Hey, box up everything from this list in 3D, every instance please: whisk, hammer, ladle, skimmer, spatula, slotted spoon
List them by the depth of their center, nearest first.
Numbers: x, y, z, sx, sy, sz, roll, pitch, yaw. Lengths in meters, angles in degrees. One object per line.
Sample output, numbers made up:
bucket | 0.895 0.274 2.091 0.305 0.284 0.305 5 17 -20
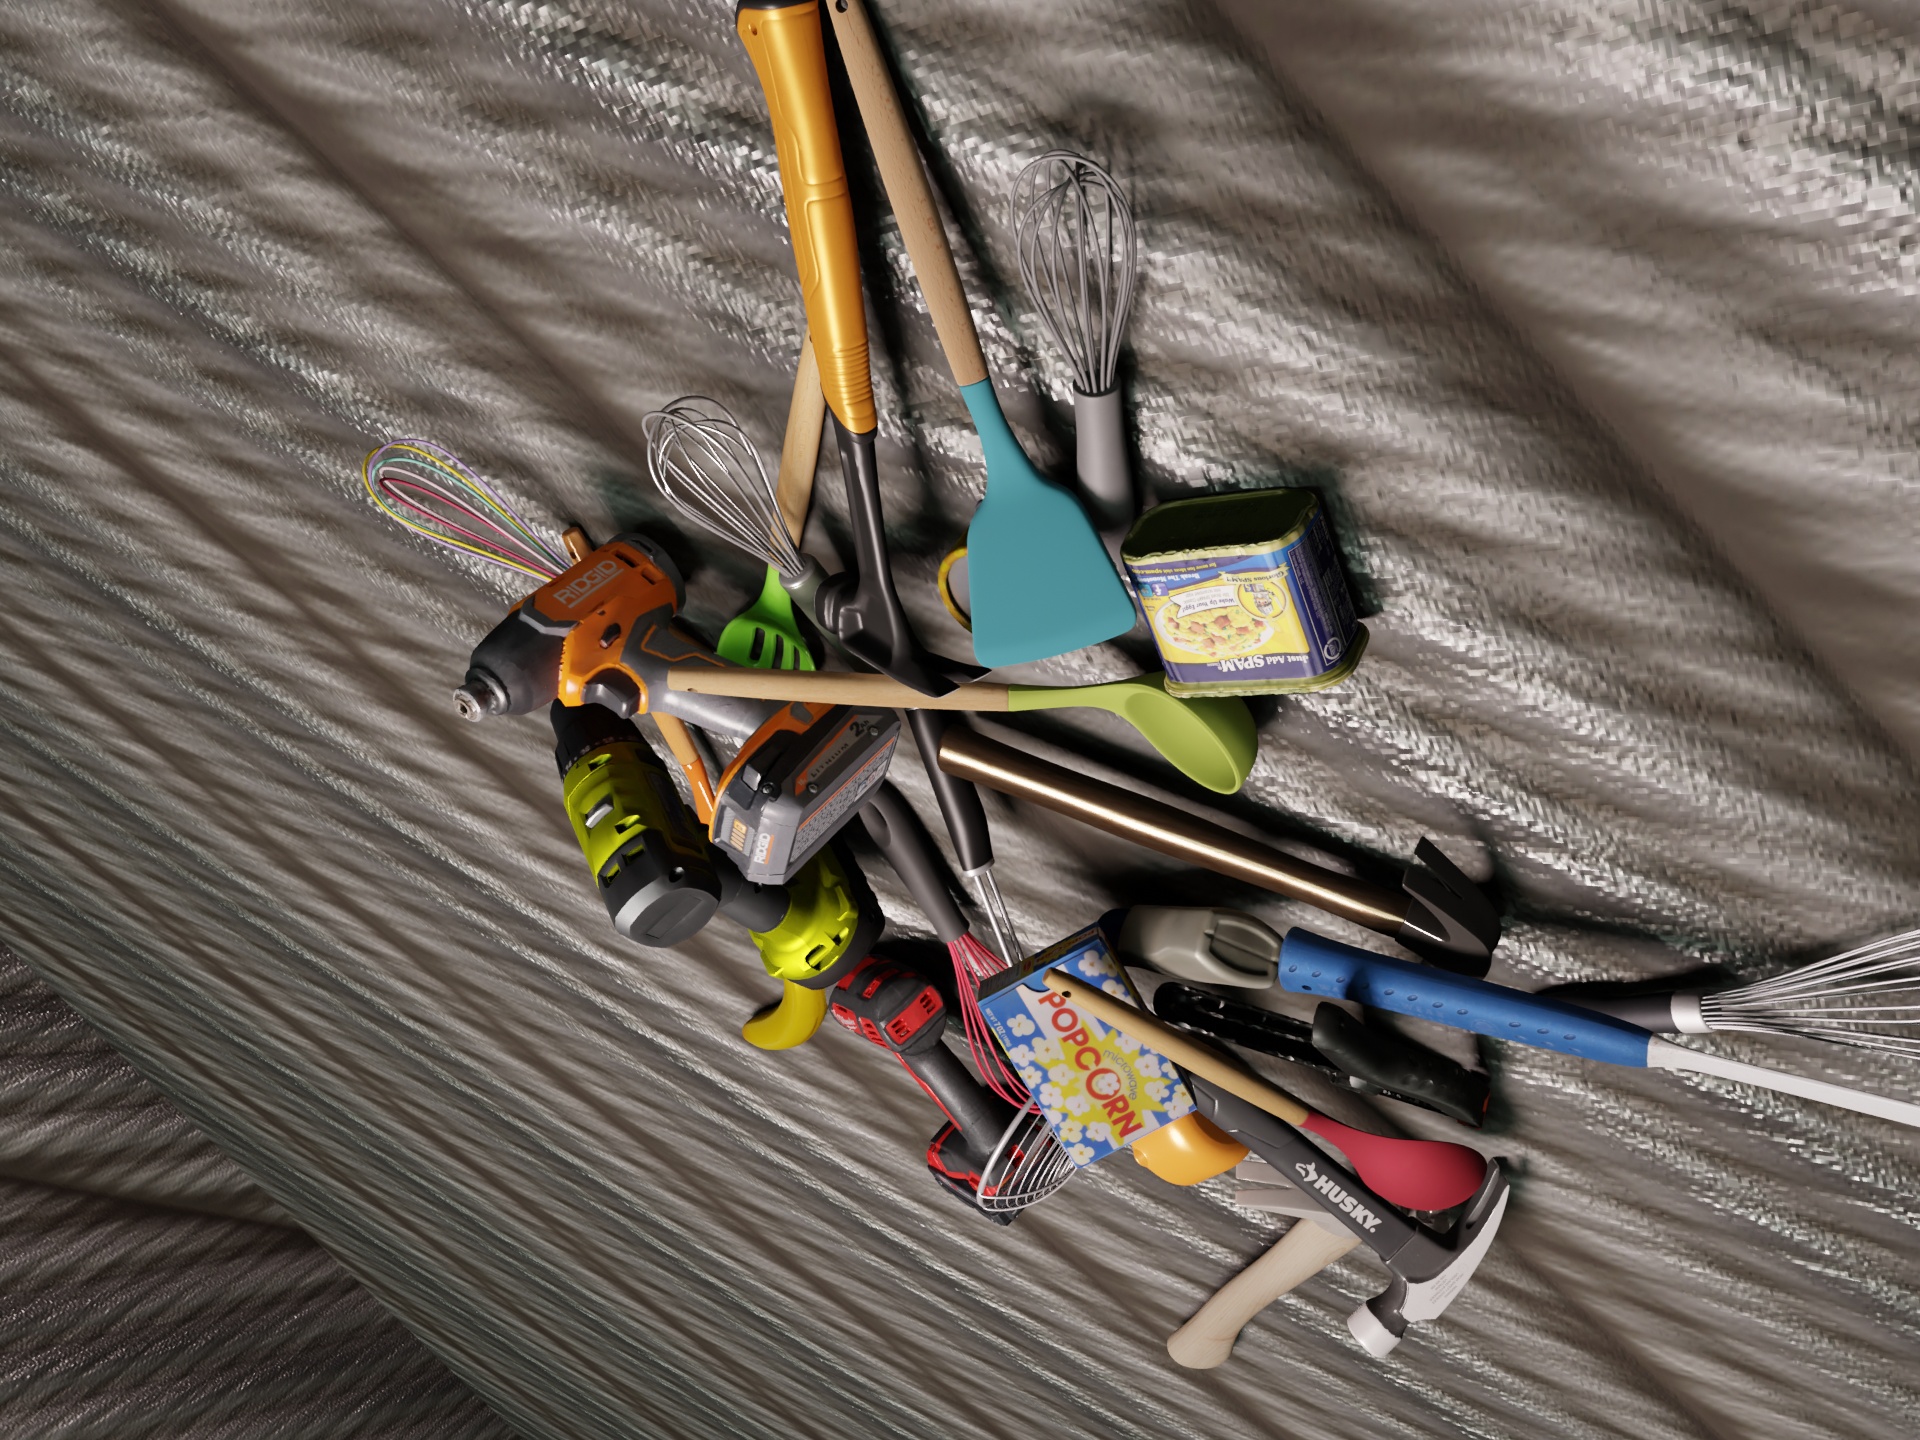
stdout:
spatula | -0.002 -0.177 0.725 0.082 0.044 0.317 -14 114 16
whisk | 0.060 -0.154 0.736 0.055 0.055 0.238 15 143 23
hammer | -0.053 -0.170 0.760 0.127 0.034 0.336 33 141 46
hammer | 0.351 0.161 0.782 0.406 0.035 0.143 11 151 33
whisk | 0.401 0.145 0.801 0.070 0.070 0.284 48 145 -17
ladle | -0.001 -0.003 0.855 0.320 0.062 0.078 3 158 4
whisk | -0.096 -0.088 0.886 0.059 0.058 0.246 12 154 38
hammer | 0.140 0.069 0.901 0.331 0.031 0.130 21 151 14
slotted spoon | -0.098 -0.108 0.916 0.070 0.031 0.313 27 140 8
ladle | 0.183 0.221 0.946 0.315 0.031 0.069 30 128 -12
whisk | -0.264 -0.095 1.003 0.244 0.047 0.051 33 114 -20
hammer | 0.196 0.258 1.014 0.334 0.035 0.146 39 100 -7
skimmer | 0.009 0.150 1.024 0.090 0.127 0.363 -8 108 39
spatula | -0.194 0.002 1.107 0.081 0.041 0.322 1 127 34
whisk | 0.006 0.162 1.107 0.073 0.073 0.295 -11 117 42
hammer | 0.223 0.433 1.228 0.146 0.038 0.410 13 144 -4

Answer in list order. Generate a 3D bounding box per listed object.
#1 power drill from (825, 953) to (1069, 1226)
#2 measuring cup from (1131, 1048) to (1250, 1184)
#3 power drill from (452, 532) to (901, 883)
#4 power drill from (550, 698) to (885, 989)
power drill | -0.022 0.269 1.212 0.219 0.078 0.143 56 158 -18
measuring cup | 0.135 0.230 1.078 0.173 0.095 0.052 55 136 3
power drill | -0.167 -0.006 0.916 0.226 0.164 0.084 33 136 13
power drill | -0.162 0.075 1.018 0.228 0.080 0.191 34 -161 -51
